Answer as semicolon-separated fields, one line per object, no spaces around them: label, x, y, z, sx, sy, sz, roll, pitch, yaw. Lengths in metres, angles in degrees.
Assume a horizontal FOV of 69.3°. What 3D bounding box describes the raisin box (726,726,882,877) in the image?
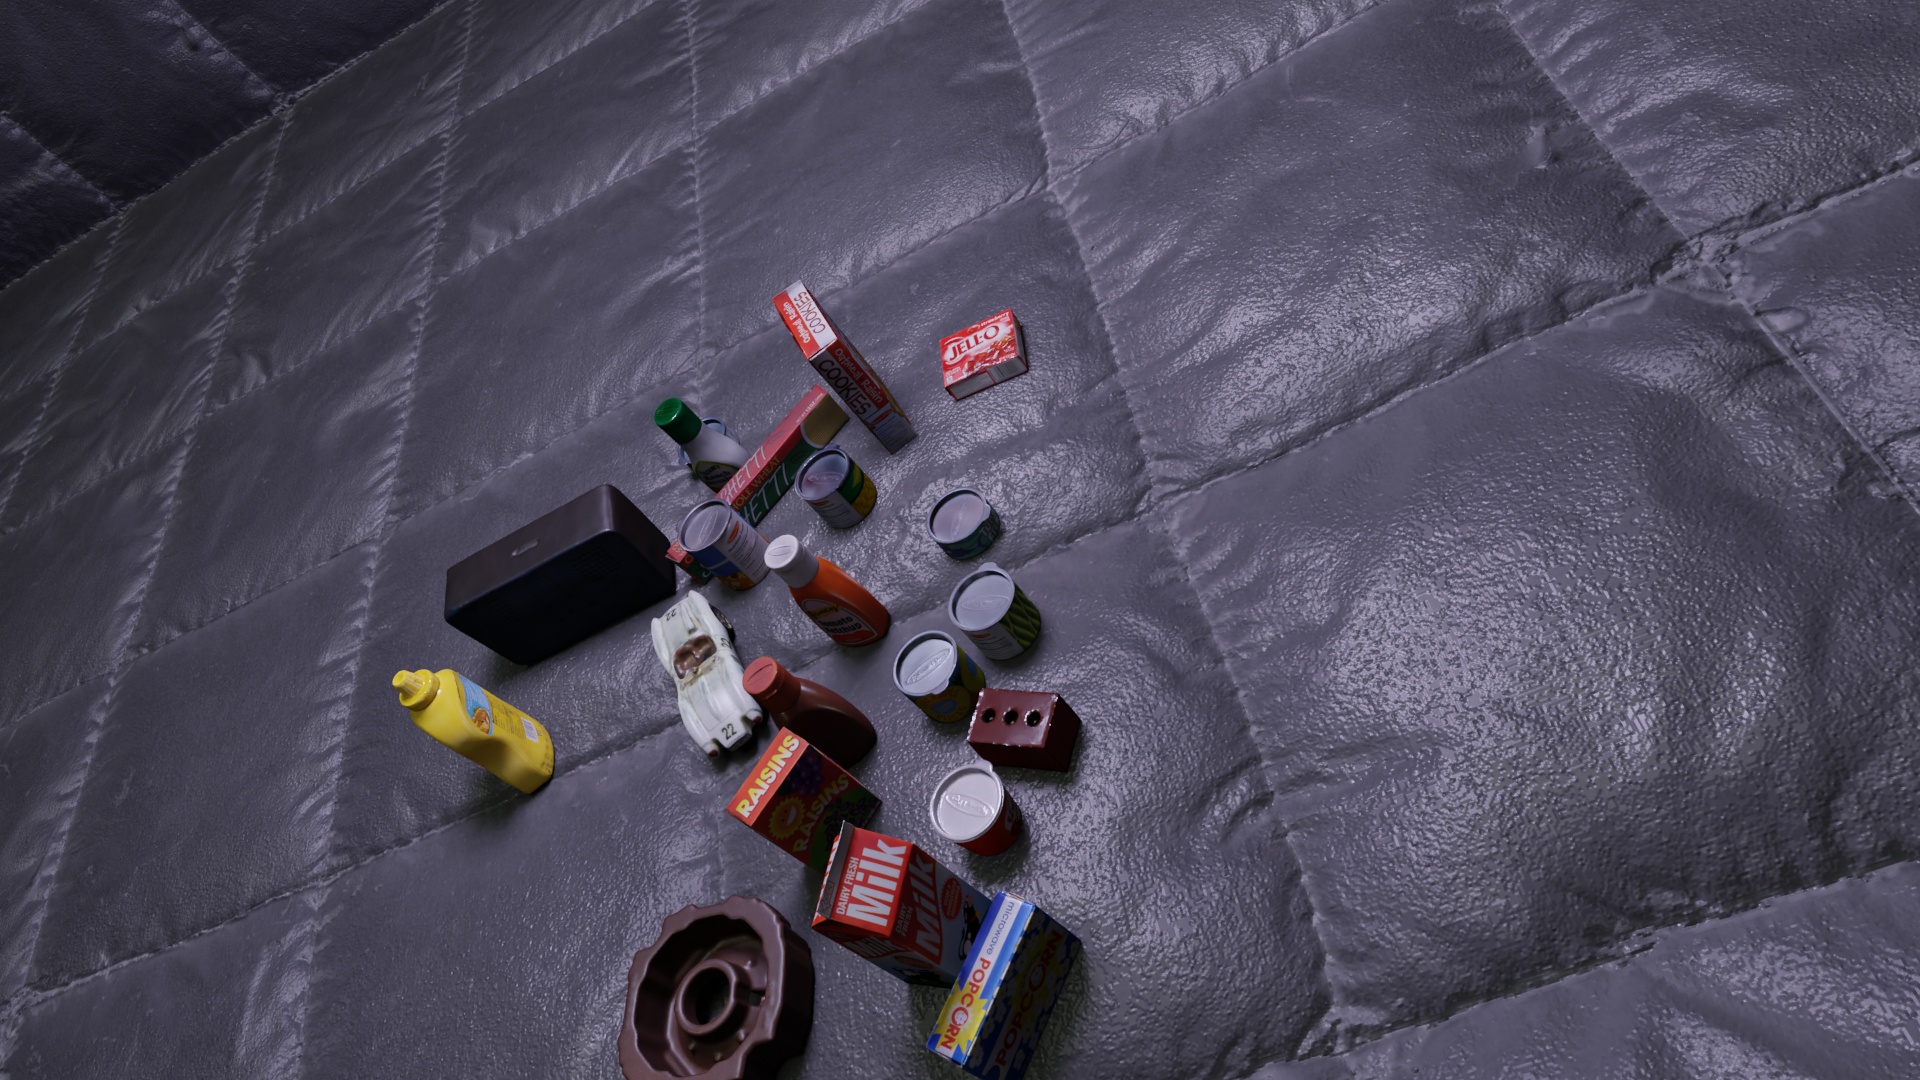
raisin box;-0.133;0.227;1.198;0.040;0.123;0.086;23;72;41

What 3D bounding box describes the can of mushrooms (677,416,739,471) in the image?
can of mushrooms;-0.293;-0.106;1.610;0.071;0.033;0.071;-17;50;22

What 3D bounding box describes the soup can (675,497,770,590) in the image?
soup can;-0.248;0.005;1.464;0.071;0.083;0.072;-17;50;22

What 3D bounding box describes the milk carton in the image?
milk carton;-0.048;0.280;1.058;0.073;0.190;0.072;-4;56;31

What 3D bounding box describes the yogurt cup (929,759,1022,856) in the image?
yogurt cup;0.016;0.227;1.152;0.072;0.053;0.073;-17;50;22

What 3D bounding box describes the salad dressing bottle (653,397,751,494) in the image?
salad dressing bottle;-0.276;-0.099;1.514;0.064;0.147;0.044;-12;53;26

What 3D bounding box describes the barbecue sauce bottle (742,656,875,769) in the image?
barbecue sauce bottle;-0.138;0.154;1.238;0.065;0.148;0.044;-36;46;5

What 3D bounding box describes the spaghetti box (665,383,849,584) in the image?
spaghetti box;-0.220;-0.061;1.518;0.250;0.050;0.029;-50;46;-9

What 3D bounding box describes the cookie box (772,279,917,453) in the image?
cookie box;-0.122;-0.182;1.464;0.040;0.167;0.123;-37;46;4

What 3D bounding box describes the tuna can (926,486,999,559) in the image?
tuna can;0.005;-0.017;1.355;0.071;0.032;0.071;-17;50;22

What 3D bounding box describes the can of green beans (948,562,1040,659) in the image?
can of green beans;0.032;0.067;1.258;0.071;0.057;0.071;-17;50;22

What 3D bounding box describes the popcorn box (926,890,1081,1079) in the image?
popcorn box;0.035;0.337;1.037;0.038;0.085;0.127;11;65;38

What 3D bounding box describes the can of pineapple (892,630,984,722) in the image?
can of pineapple;-0.019;0.124;1.247;0.071;0.057;0.071;-17;50;22

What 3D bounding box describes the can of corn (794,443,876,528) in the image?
can of corn;-0.129;-0.056;1.451;0.071;0.058;0.071;-17;50;22

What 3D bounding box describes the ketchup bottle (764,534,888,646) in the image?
ketchup bottle;-0.129;0.047;1.311;0.064;0.148;0.044;-10;53;27
